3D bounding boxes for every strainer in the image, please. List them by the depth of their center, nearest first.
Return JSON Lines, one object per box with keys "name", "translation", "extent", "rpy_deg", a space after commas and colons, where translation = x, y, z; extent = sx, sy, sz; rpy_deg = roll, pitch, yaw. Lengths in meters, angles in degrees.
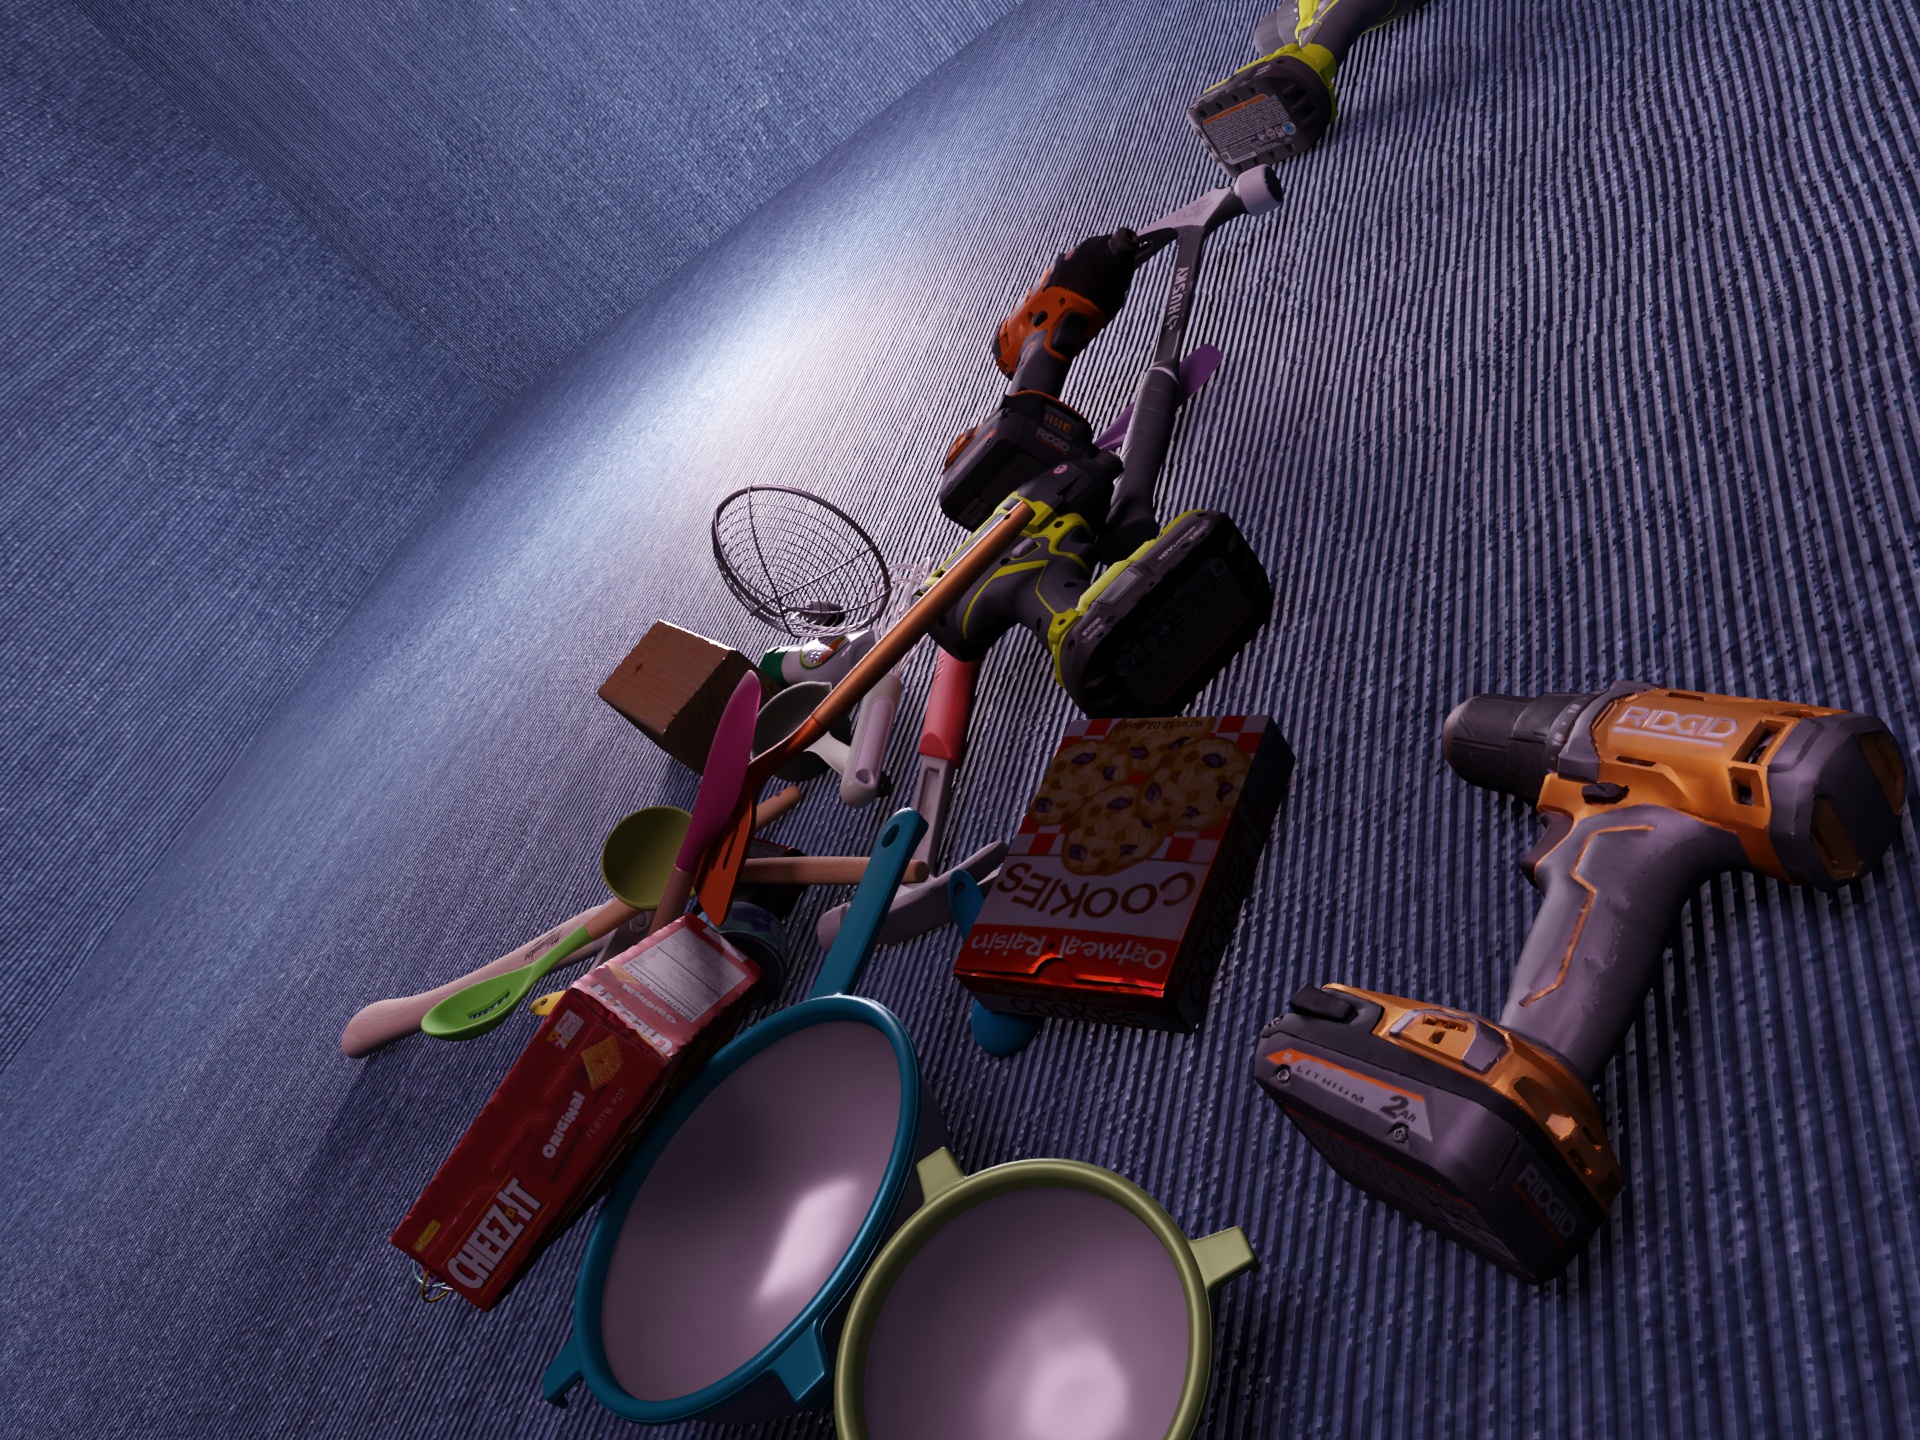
{"name": "strainer", "translation": [0.012, 0.291, 0.577], "extent": [0.151, 0.069, 0.256], "rpy_deg": [4, 55, 35]}
{"name": "strainer", "translation": [-0.056, 0.196, 0.786], "extent": [0.211, 0.095, 0.341], "rpy_deg": [-20, 34, 39]}

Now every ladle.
{"name": "ladle", "translation": [-0.132, 0.090, 1.019], "extent": [0.320, 0.062, 0.078], "rpy_deg": [-6, 50, 50]}

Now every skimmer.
{"name": "skimmer", "translation": [-0.101, -0.107, 1.170], "extent": [0.363, 0.127, 0.090], "rpy_deg": [-51, -14, -87]}

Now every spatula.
{"name": "spatula", "translation": [-0.065, -0.011, 0.989], "extent": [0.322, 0.041, 0.081], "rpy_deg": [-46, 36, 2]}
{"name": "spatula", "translation": [0.074, -0.179, 1.220], "extent": [0.316, 0.018, 0.060], "rpy_deg": [-40, 30, 9]}

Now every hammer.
{"name": "hammer", "translation": [-0.002, -0.003, 1.058], "extent": [0.149, 0.036, 0.359], "rpy_deg": [-28, 31, 30]}
{"name": "hammer", "translation": [0.149, -0.268, 1.191], "extent": [0.149, 0.036, 0.409], "rpy_deg": [-15, 42, 35]}
{"name": "hammer", "translation": [-0.391, 0.223, 1.299], "extent": [0.410, 0.038, 0.146], "rpy_deg": [-26, 34, 35]}

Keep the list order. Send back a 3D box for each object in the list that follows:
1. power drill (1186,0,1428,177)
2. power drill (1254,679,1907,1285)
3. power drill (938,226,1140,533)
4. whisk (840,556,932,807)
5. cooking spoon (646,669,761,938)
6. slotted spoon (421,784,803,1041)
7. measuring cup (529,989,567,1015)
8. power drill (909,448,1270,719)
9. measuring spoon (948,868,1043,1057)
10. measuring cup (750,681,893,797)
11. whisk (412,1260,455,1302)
{"name": "power drill", "translation": [0.301, -0.593, 1.422], "extent": [0.191, 0.080, 0.228], "rpy_deg": [0, 48, 55]}
{"name": "power drill", "translation": [0.210, 0.074, 0.597], "extent": [0.226, 0.084, 0.185], "rpy_deg": [-47, 25, -14]}
{"name": "power drill", "translation": [0.067, -0.257, 1.181], "extent": [0.164, 0.084, 0.227], "rpy_deg": [-40, 28, 52]}
{"name": "whisk", "translation": [-0.051, -0.032, 1.143], "extent": [0.059, 0.057, 0.247], "rpy_deg": [-52, 18, 43]}
{"name": "cooking spoon", "translation": [-0.183, 0.116, 1.012], "extent": [0.319, 0.017, 0.069], "rpy_deg": [-69, 26, 15]}
{"name": "slotted spoon", "translation": [-0.247, 0.140, 1.153], "extent": [0.314, 0.031, 0.070], "rpy_deg": [-34, 23, -7]}
{"name": "measuring cup", "translation": [-0.247, 0.181, 1.097], "extent": [0.156, 0.029, 0.062], "rpy_deg": [-14, 34, 29]}
{"name": "power drill", "translation": [0.081, -0.090, 0.983], "extent": [0.171, 0.080, 0.223], "rpy_deg": [-45, 33, -6]}
{"name": "measuring spoon", "translation": [0.009, 0.122, 0.846], "extent": [0.042, 0.021, 0.129], "rpy_deg": [-38, 41, 14]}
{"name": "measuring cup", "translation": [-0.091, 0.028, 1.155], "extent": [0.083, 0.038, 0.168], "rpy_deg": [-45, 43, -12]}
{"name": "whisk", "translation": [-0.278, 0.275, 1.058], "extent": [0.051, 0.047, 0.245], "rpy_deg": [4, 49, 42]}
